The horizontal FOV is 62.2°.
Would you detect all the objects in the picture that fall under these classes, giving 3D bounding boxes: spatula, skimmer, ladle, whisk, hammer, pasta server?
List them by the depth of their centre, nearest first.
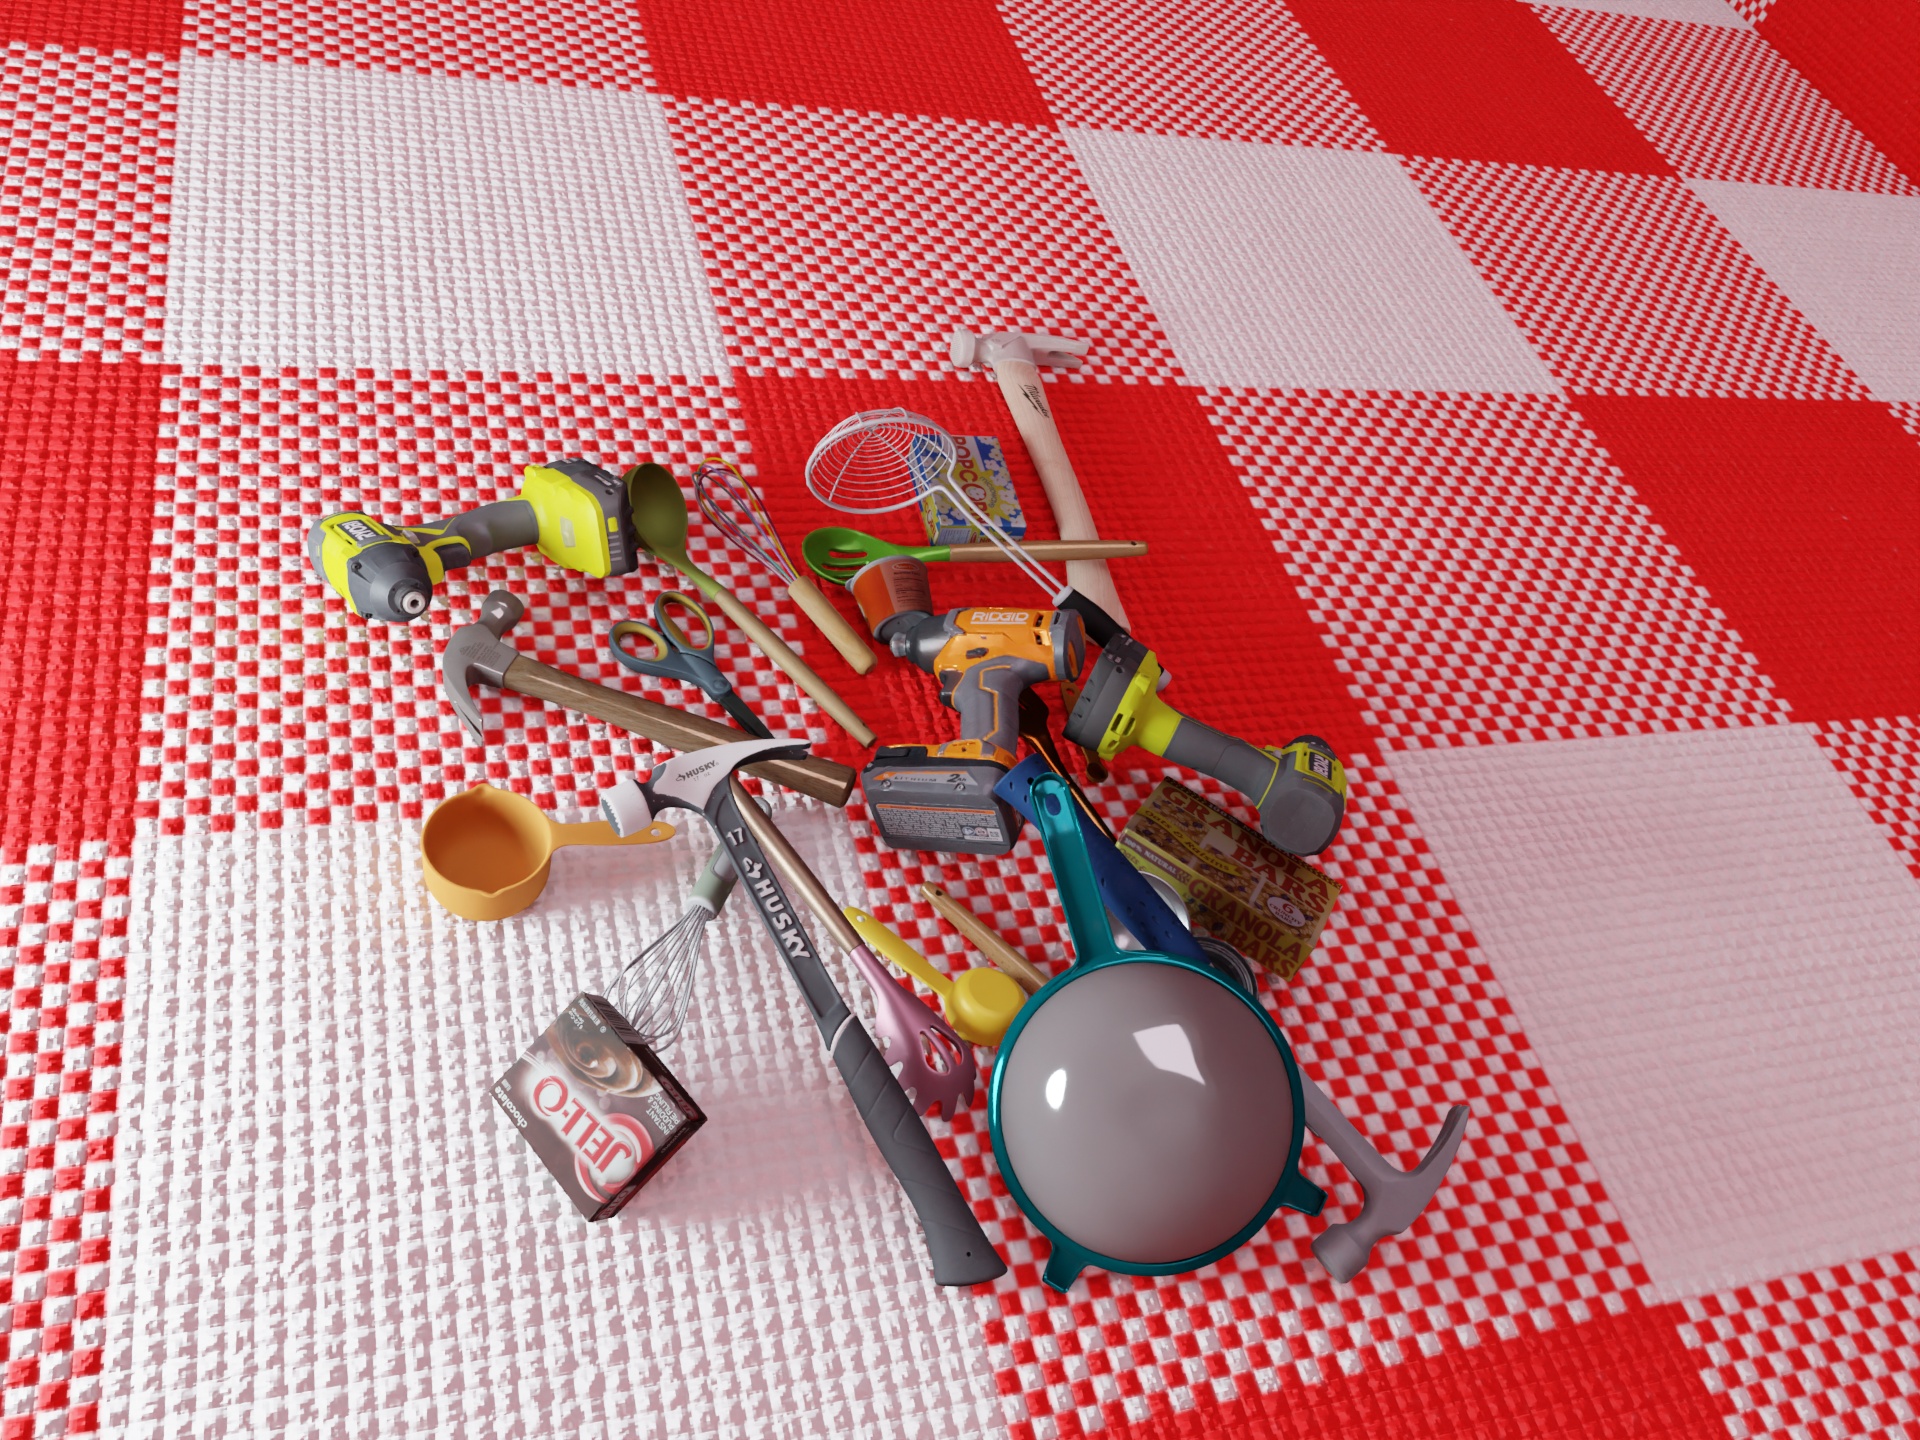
[{"bbox_3d":[-0.085,0.190,1.066,0.149,0.036,0.409,-25,74,-22],"label":"hammer"},{"bbox_3d":[0.176,0.181,1.102,0.144,0.035,0.405,-40,79,-9],"label":"hammer"},{"bbox_3d":[-0.186,0.138,1.123,0.058,0.059,0.246,31,43,-6],"label":"whisk"},{"bbox_3d":[-0.092,0.147,1.136,0.060,0.040,0.316,-26,66,-35],"label":"pasta server"},{"bbox_3d":[0.087,0.220,1.154,0.316,0.031,0.069,39,49,19],"label":"ladle"},{"bbox_3d":[-0.240,0.000,1.223,0.331,0.031,0.130,19,49,3],"label":"hammer"},{"bbox_3d":[0.097,0.078,1.281,0.081,0.041,0.323,-20,63,-29],"label":"spatula"},{"bbox_3d":[-0.176,-0.097,1.321,0.320,0.062,0.078,44,23,16],"label":"ladle"},{"bbox_3d":[0.033,-0.130,1.347,0.363,0.127,0.090,41,43,-10],"label":"skimmer"},{"bbox_3d":[-0.151,-0.134,1.357,0.047,0.051,0.245,-43,75,8],"label":"whisk"},{"bbox_3d":[0.102,-0.235,1.538,0.146,0.038,0.411,0,52,-19],"label":"hammer"}]

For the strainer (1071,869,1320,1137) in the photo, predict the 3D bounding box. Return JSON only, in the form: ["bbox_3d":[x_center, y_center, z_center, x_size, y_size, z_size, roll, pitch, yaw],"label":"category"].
[{"bbox_3d":[0.169,0.199,1.135,0.087,0.050,0.258,-44,77,0],"label":"strainer"}]

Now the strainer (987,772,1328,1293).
[{"bbox_3d":[0.105,0.190,1.033,0.211,0.095,0.340,-16,78,-2],"label":"strainer"}]

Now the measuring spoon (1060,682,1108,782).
[{"bbox_3d":[0.103,0.009,1.350,0.021,0.011,0.117,5,46,-22],"label":"measuring spoon"}]

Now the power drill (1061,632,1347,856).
[{"bbox_3d":[0.210,0.016,1.304,0.228,0.080,0.190,27,20,6],"label":"power drill"}]

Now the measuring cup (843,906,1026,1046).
[{"bbox_3d":[-0.020,0.175,1.149,0.156,0.029,0.062,35,37,14],"label":"measuring cup"}]

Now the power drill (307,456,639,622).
[{"bbox_3d":[-0.375,-0.136,1.245,0.223,0.080,0.171,-20,31,-31],"label":"power drill"}]

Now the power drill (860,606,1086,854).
[{"bbox_3d":[-0.002,-0.004,1.261,0.164,0.084,0.227,2,46,20],"label":"power drill"}]

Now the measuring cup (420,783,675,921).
[{"bbox_3d":[-0.291,0.095,1.124,0.173,0.052,0.095,-2,52,-21],"label":"measuring cup"}]

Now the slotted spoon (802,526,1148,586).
[{"bbox_3d":[0.015,-0.148,1.416,0.313,0.031,0.070,-3,52,-10],"label":"slotted spoon"}]
